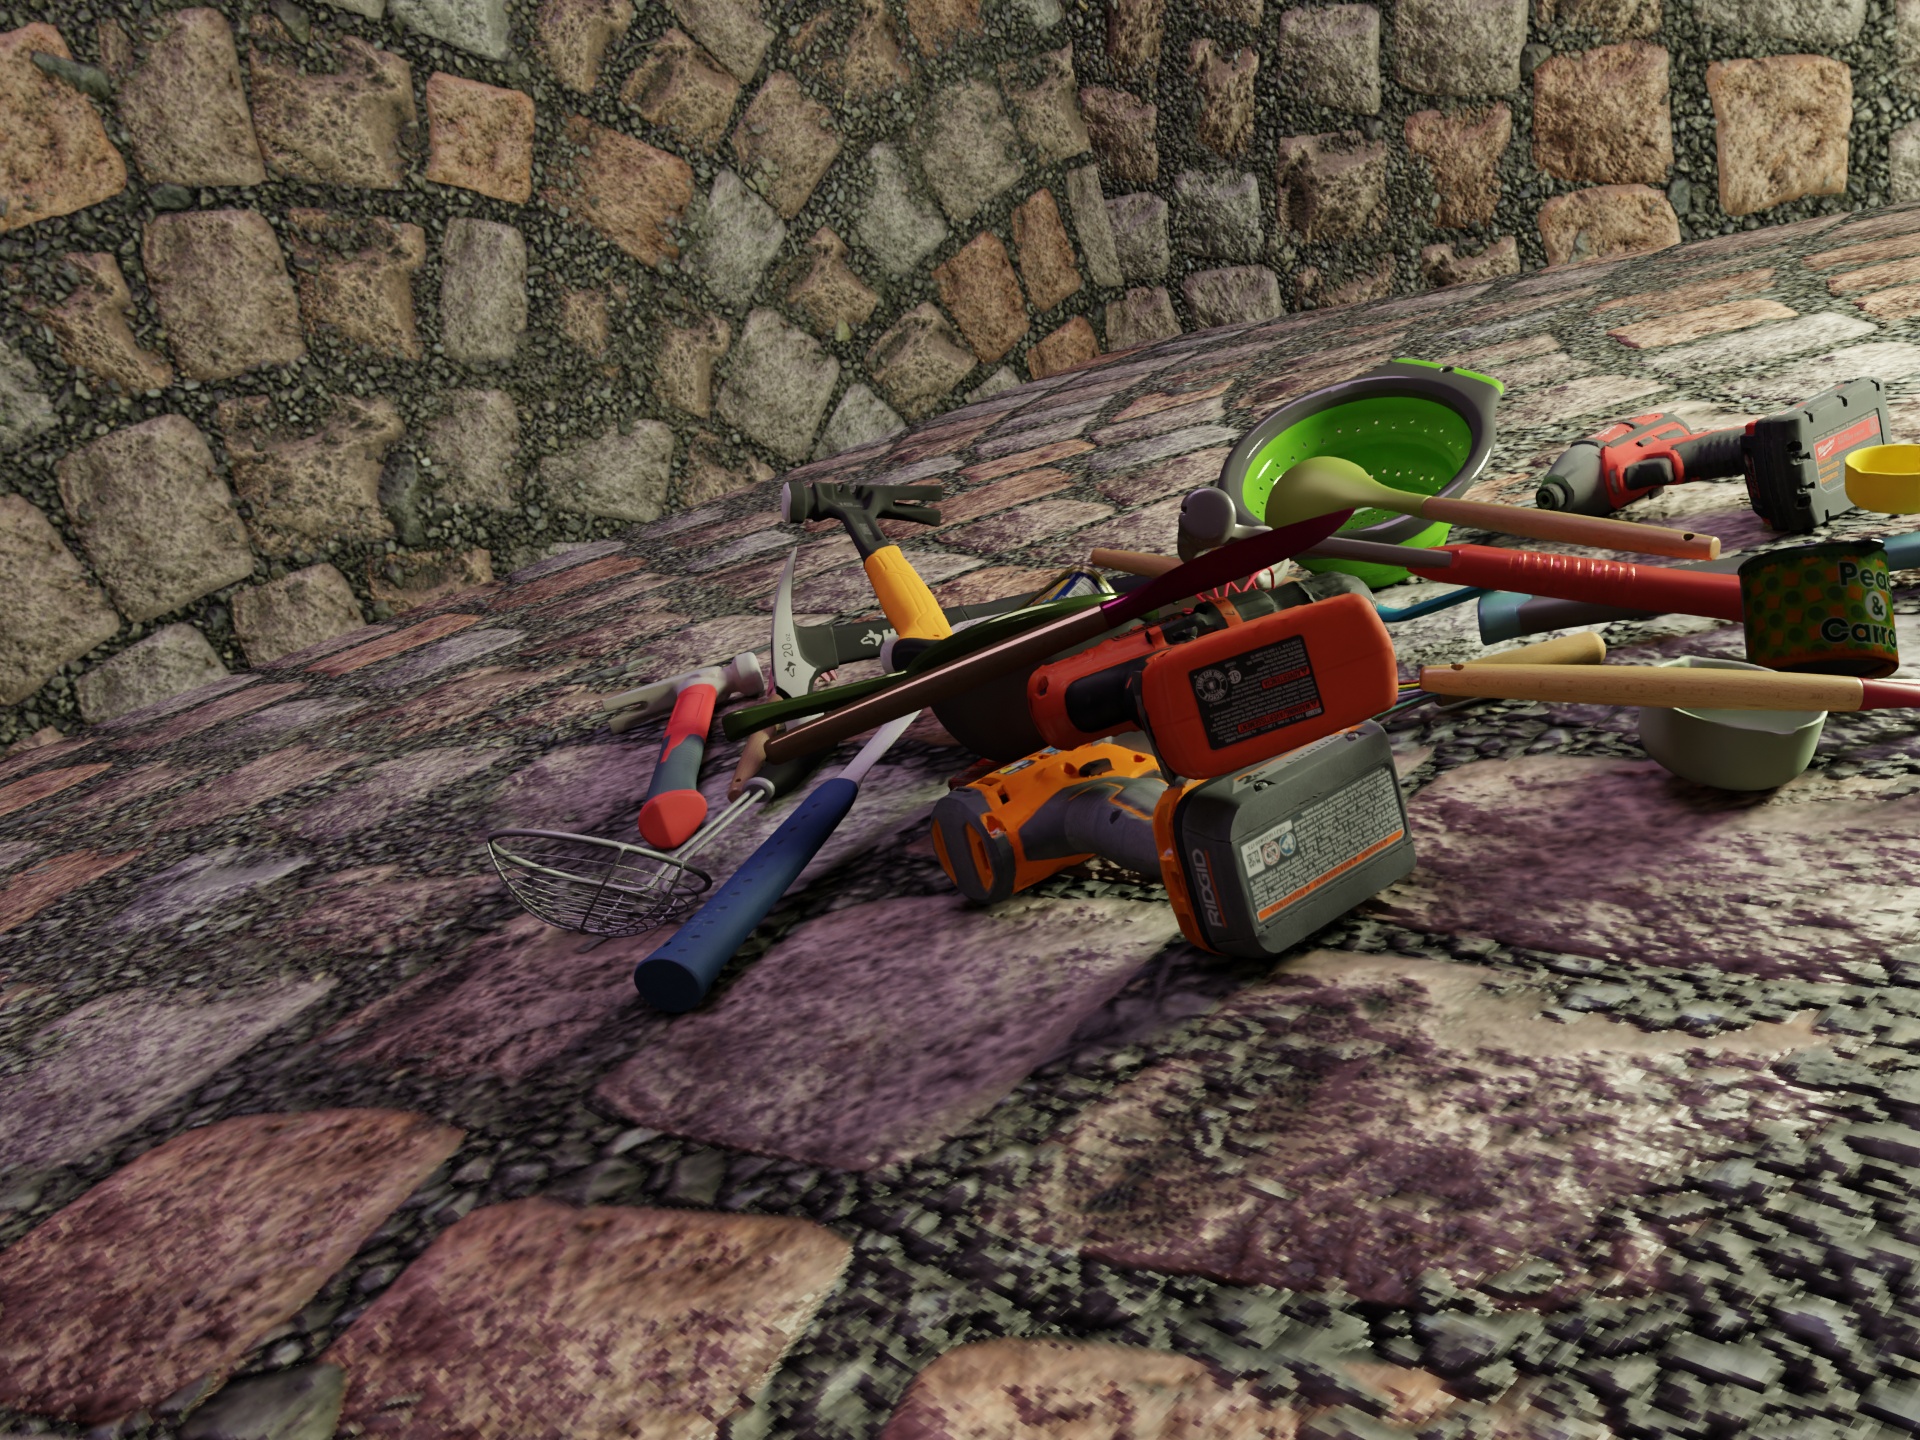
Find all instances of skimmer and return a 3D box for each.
[{"bbox_3d":[-0.160,0.041,1.015,0.127,0.090,0.363,1,20,21],"label":"skimmer"}]

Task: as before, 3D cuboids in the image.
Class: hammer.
[{"bbox_3d":[-0.043,-0.104,1.111,0.127,0.034,0.337,-1,25,-14],"label":"hammer"},{"bbox_3d":[0.469,-0.085,0.920,0.331,0.033,0.128,-9,17,14],"label":"hammer"},{"bbox_3d":[-0.231,0.024,1.241,0.143,0.038,0.386,-17,16,0],"label":"hammer"},{"bbox_3d":[0.016,-0.083,1.234,0.334,0.146,0.035,-10,2,-10],"label":"hammer"},{"bbox_3d":[0.301,-0.083,0.890,0.359,0.037,0.149,9,-1,12],"label":"hammer"},{"bbox_3d":[-0.063,0.034,0.956,0.144,0.035,0.406,-13,23,32],"label":"hammer"}]

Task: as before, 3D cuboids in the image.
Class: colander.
[{"bbox_3d":[0.246,-0.115,1.180,0.397,0.094,0.205,-40,40,-16],"label":"colander"}]

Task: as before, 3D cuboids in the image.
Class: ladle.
[{"bbox_3d":[0.361,-0.013,0.688,0.315,0.031,0.069,2,28,7],"label":"ladle"},{"bbox_3d":[0.317,-0.120,0.991,0.078,0.062,0.320,-46,36,-19],"label":"ladle"}]

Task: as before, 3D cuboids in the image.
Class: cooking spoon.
[{"bbox_3d":[0.049,-0.042,0.800,0.319,0.017,0.068,-22,-5,4],"label":"cooking spoon"}]

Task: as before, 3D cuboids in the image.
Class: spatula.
[{"bbox_3d":[0.222,-0.099,1.067,0.318,0.044,0.082,14,17,37],"label":"spatula"}]

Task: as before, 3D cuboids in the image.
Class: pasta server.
[{"bbox_3d":[-0.147,0.002,1.261,0.060,0.040,0.316,-14,20,8],"label":"pasta server"}]

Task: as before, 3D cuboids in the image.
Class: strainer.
[{"bbox_3d":[-0.001,-0.003,0.890,0.256,0.069,0.151,-14,-12,-14],"label":"strainer"}]

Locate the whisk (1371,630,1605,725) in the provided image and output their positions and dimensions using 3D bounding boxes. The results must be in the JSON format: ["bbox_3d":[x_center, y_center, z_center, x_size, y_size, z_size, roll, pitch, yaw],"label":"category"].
[{"bbox_3d":[0.250,-0.015,0.903,0.245,0.047,0.051,-14,15,-5],"label":"whisk"}]

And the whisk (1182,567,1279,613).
[{"bbox_3d":[0.187,-0.055,0.967,0.073,0.073,0.295,-11,-2,18],"label":"whisk"}]

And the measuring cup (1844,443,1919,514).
[{"bbox_3d":[0.561,-0.120,0.877,0.062,0.029,0.157,-17,28,-16],"label":"measuring cup"}]

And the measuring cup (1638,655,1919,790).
[{"bbox_3d":[0.395,0.002,0.733,0.167,0.038,0.083,-1,26,-8],"label":"measuring cup"}]

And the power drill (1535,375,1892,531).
[{"bbox_3d":[0.530,-0.184,1.141,0.143,0.078,0.220,-23,15,-24],"label":"power drill"}]

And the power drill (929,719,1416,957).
[{"bbox_3d":[0.109,0.043,0.785,0.164,0.084,0.226,-24,14,-31],"label":"power drill"}]
